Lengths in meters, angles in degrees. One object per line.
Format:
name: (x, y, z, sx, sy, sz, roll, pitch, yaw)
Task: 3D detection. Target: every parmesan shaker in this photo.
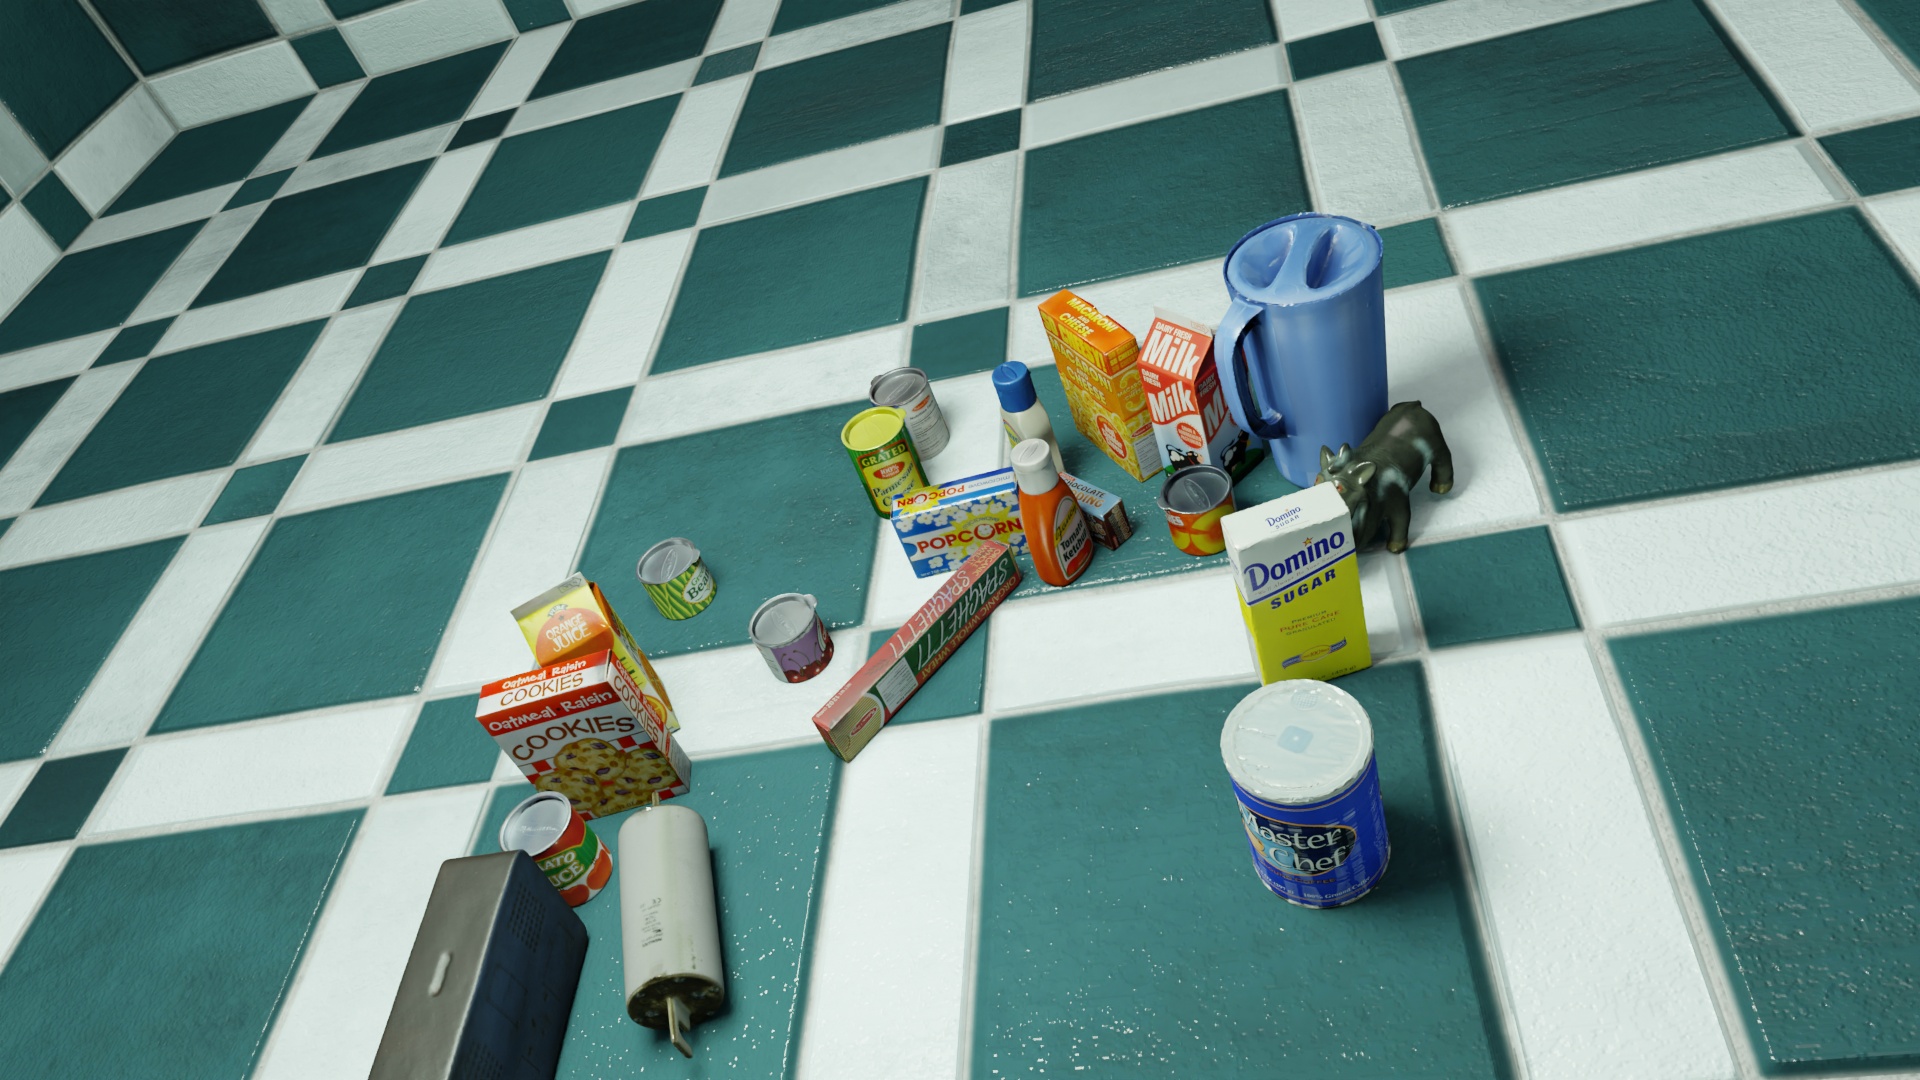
parmesan shaker: (-0.072, -0.080, 1.438, 0.071, 0.102, 0.072, -12, 42, 11)

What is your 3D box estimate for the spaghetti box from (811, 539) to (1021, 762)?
spaghetti box: (-0.036, 0.097, 1.275, 0.029, 0.050, 0.251, 23, 58, 39)

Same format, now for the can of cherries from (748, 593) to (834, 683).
can of cherries: (-0.158, 0.093, 1.326, 0.071, 0.058, 0.072, -12, 42, 11)

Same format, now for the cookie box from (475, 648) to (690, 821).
cookie box: (-0.330, 0.176, 1.229, 0.123, 0.166, 0.040, -16, 42, 7)

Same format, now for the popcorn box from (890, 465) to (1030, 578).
popcorn box: (0.005, -0.017, 1.352, 0.126, 0.085, 0.038, -13, 42, 10)

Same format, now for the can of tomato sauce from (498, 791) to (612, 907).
can of tomato sauce: (-0.349, 0.270, 1.202, 0.071, 0.082, 0.071, -12, 42, 11)

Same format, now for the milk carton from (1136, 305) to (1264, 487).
milk carton: (0.224, -0.136, 1.304, 0.074, 0.189, 0.072, -41, 44, -20)

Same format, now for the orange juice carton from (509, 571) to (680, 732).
orange juice carton: (-0.338, 0.111, 1.283, 0.072, 0.191, 0.073, -29, 41, -7)

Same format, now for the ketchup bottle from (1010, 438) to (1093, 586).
ketchup bottle: (0.081, -0.028, 1.282, 0.043, 0.148, 0.065, 16, 54, 36)

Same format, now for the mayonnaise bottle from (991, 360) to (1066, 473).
mayonnaise bottle: (0.067, -0.110, 1.376, 0.041, 0.147, 0.065, -31, 42, -9)

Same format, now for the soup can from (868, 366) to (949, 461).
soup can: (-0.057, -0.137, 1.506, 0.071, 0.083, 0.072, -12, 42, 11)

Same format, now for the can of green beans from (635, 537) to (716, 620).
can of green beans: (-0.294, 0.040, 1.441, 0.071, 0.057, 0.071, -12, 42, 11)

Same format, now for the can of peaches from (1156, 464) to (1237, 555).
can of peaches: (0.221, -0.027, 1.290, 0.071, 0.057, 0.071, -12, 42, 11)

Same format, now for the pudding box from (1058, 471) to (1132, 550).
pudding box: (0.123, -0.029, 1.341, 0.030, 0.049, 0.084, -42, 45, -20)

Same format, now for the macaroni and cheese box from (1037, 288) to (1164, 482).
macaroni and cheese box: (0.143, -0.154, 1.376, 0.040, 0.165, 0.124, -32, 42, -11)
